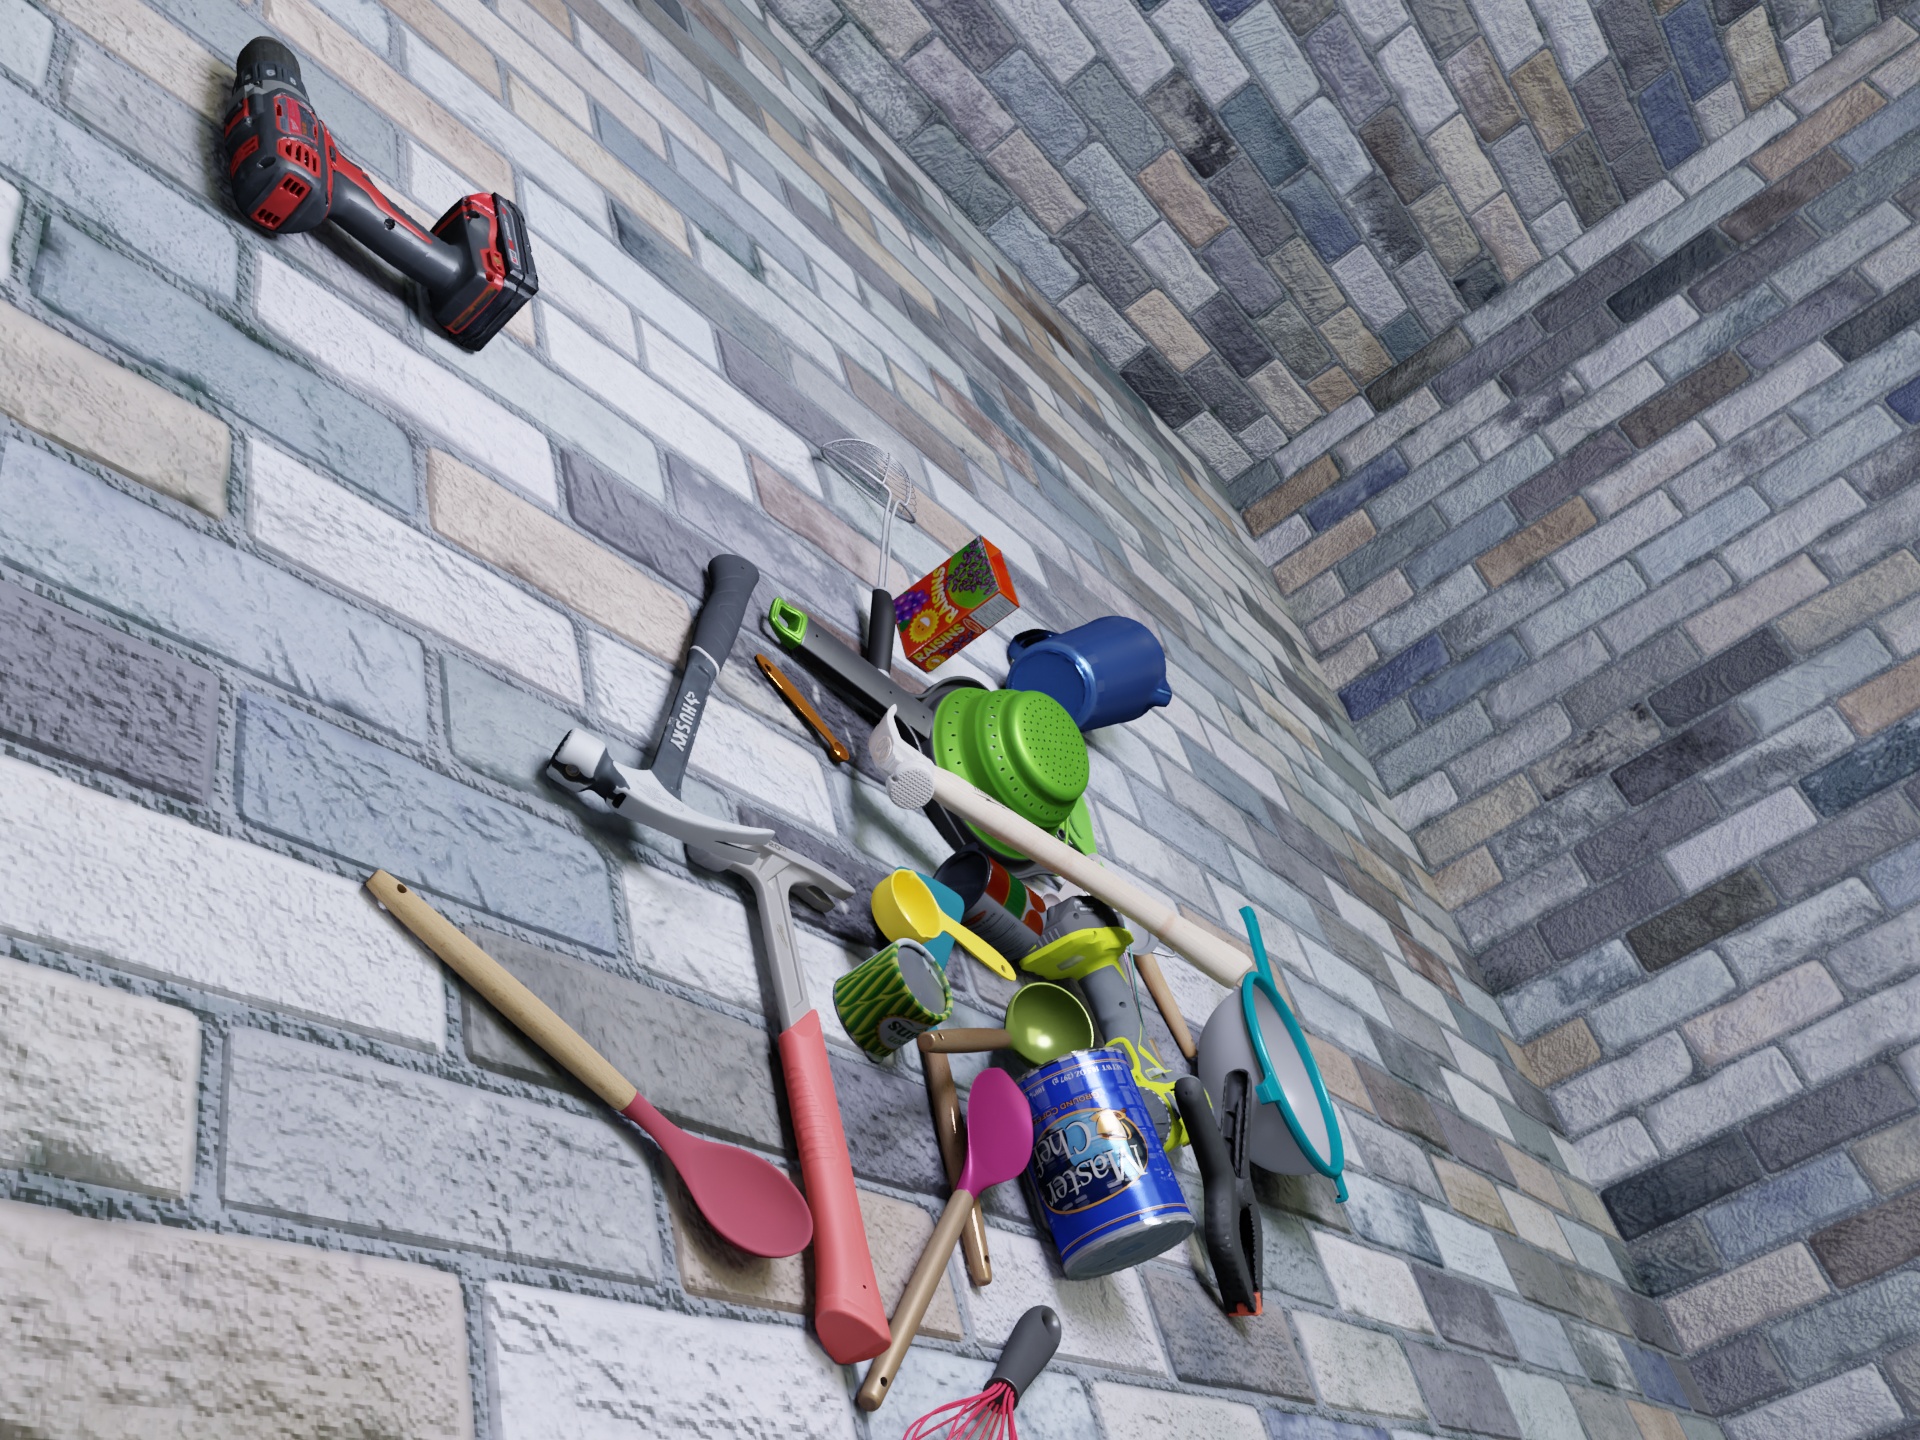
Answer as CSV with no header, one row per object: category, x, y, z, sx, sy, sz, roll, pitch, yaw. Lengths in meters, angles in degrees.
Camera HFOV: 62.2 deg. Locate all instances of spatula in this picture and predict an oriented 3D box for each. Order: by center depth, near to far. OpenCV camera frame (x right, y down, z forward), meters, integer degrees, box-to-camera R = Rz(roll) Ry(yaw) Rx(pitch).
spatula,-0.008,0.253,1.158,0.082,0.044,0.318,32,31,-41

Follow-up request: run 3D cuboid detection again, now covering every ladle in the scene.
ladle,-0.198,0.190,0.860,0.315,0.031,0.069,47,19,-17
ladle,0.034,0.229,1.172,0.078,0.062,0.320,58,9,18

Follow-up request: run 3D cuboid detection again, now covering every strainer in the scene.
strainer,0.111,0.155,1.580,0.258,0.050,0.087,46,33,-9
strainer,0.291,0.325,1.627,0.210,0.095,0.341,53,19,-31

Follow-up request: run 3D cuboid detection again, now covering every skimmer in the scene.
skimmer,-0.098,-0.156,1.611,0.127,0.090,0.364,40,36,-35

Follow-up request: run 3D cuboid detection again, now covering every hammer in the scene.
hammer,-0.092,0.229,1.021,0.149,0.036,0.359,34,29,-44
hammer,-0.188,-0.032,1.177,0.149,0.036,0.409,31,24,-14
hammer,0.093,0.121,1.389,0.410,0.038,0.146,33,13,-22

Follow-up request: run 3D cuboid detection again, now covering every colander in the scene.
colander,-0.002,-0.005,1.445,0.396,0.094,0.205,38,41,-30

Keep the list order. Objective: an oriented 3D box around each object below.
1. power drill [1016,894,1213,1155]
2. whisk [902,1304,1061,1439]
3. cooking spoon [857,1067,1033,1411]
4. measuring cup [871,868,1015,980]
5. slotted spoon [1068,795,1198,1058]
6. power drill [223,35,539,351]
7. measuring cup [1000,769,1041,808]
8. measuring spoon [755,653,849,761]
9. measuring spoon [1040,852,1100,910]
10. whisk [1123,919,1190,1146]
power drill,0.128,0.272,1.385,0.190,0.080,0.229,14,48,-62
whisk,0.020,0.416,0.958,0.073,0.073,0.295,58,14,8
cooking spoon,-0.006,0.328,1.038,0.068,0.017,0.319,53,27,-7
measuring cup,-0.012,0.166,1.201,0.156,0.029,0.062,41,26,-38
slotted spoon,0.169,0.205,1.649,0.070,0.031,0.314,11,49,-62
power drill,-0.433,-0.393,1.172,0.226,0.080,0.188,26,35,-47
measuring cup,0.064,0.045,1.648,0.083,0.038,0.168,42,22,-32
measuring spoon,-0.135,-0.009,1.333,0.117,0.011,0.021,50,21,-5
measuring spoon,0.104,0.162,1.537,0.034,0.018,0.124,56,39,-5
whisk,0.165,0.281,1.495,0.047,0.051,0.245,80,-11,-71
